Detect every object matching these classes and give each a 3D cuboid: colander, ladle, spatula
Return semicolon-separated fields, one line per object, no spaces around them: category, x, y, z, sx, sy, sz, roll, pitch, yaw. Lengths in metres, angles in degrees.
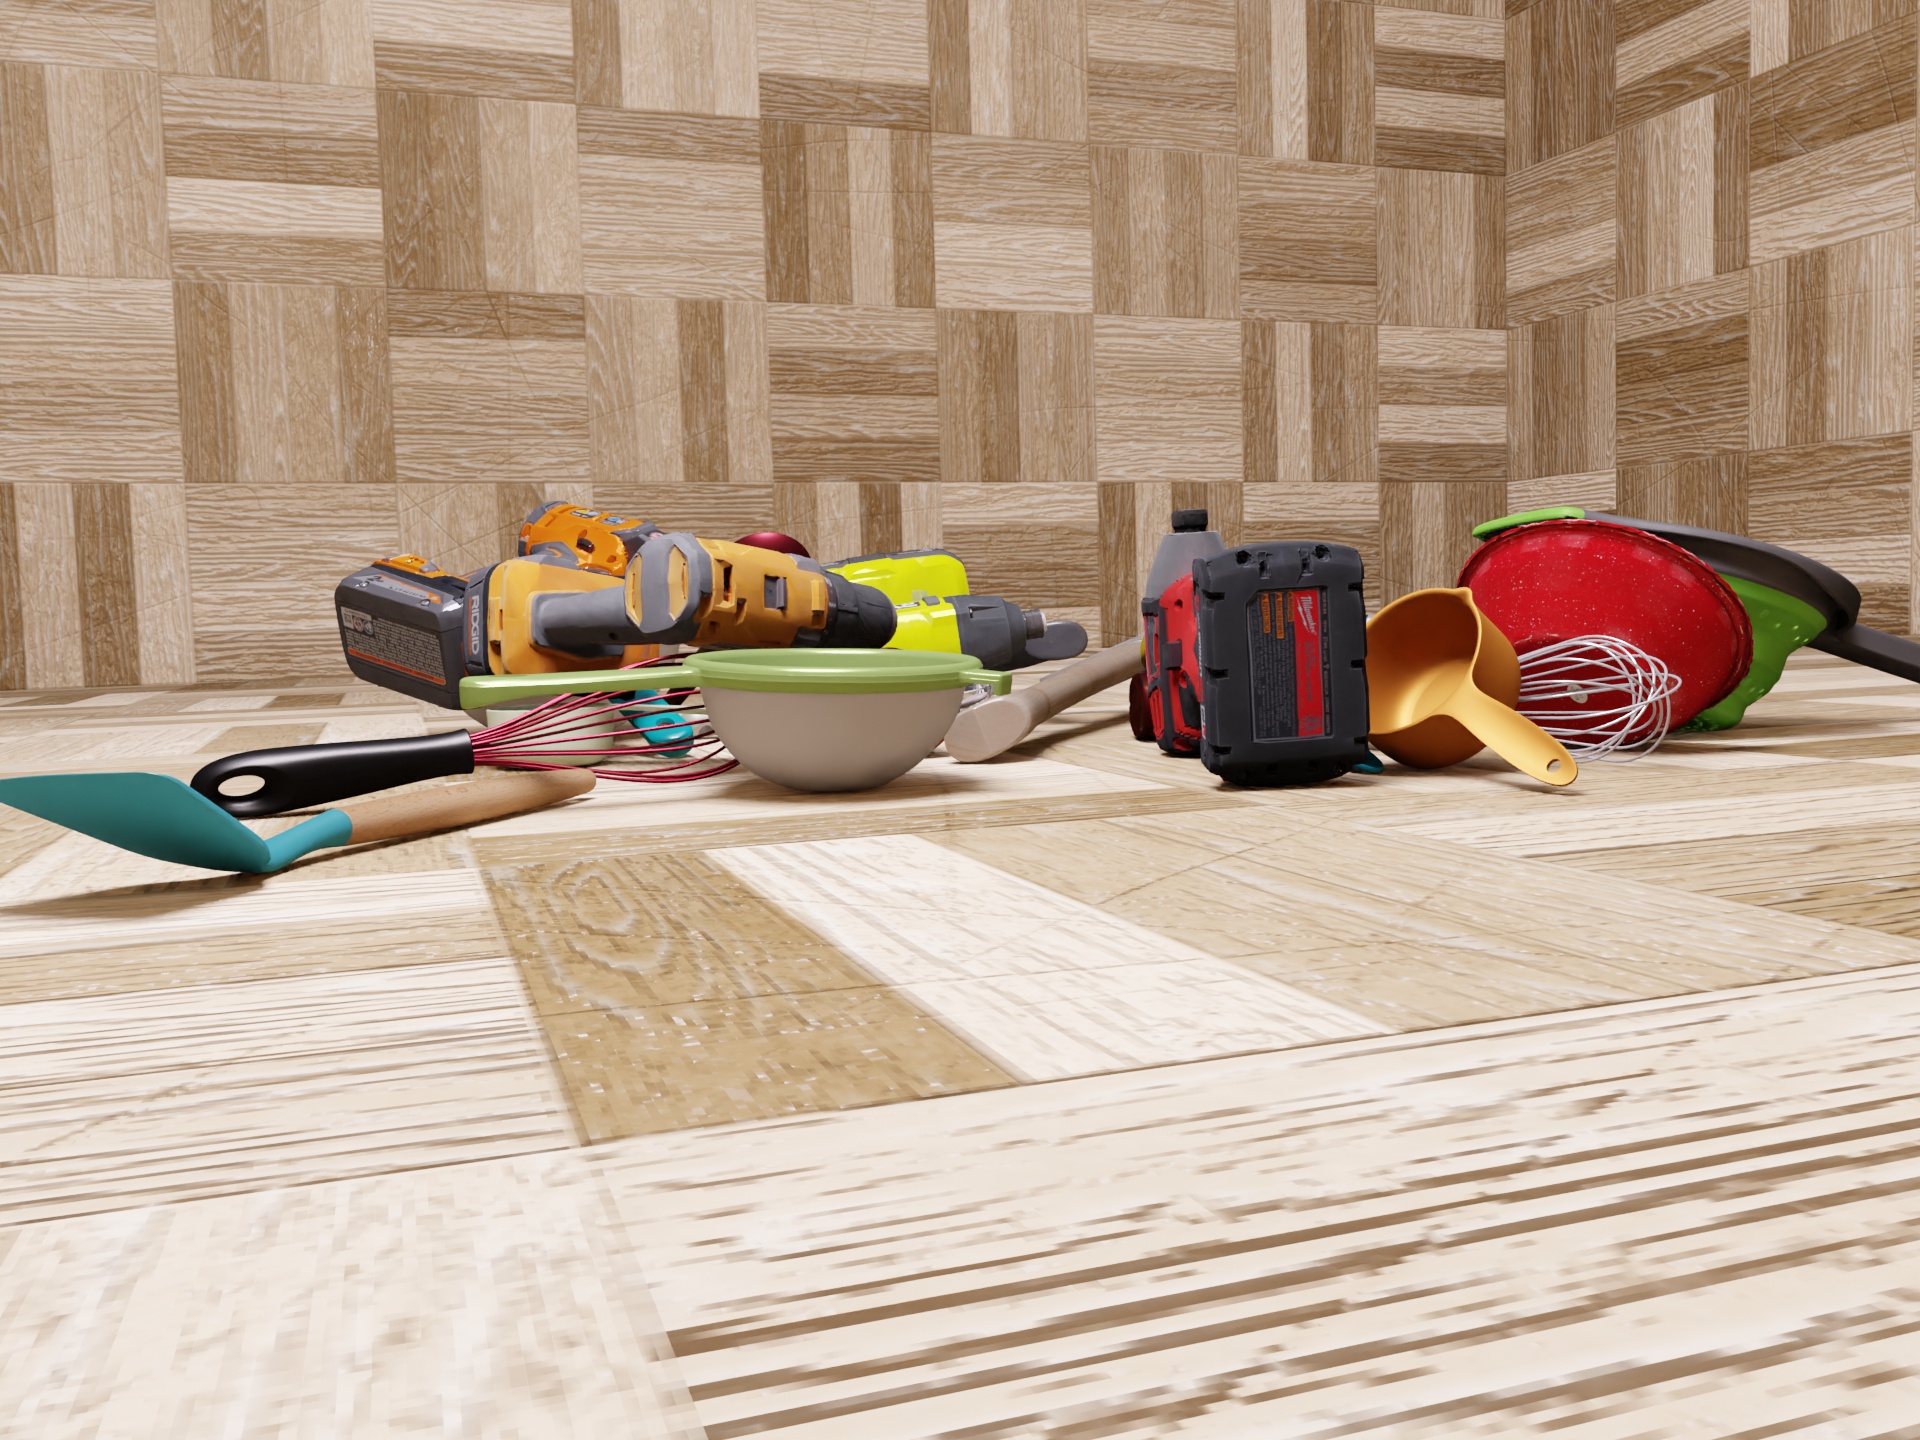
colander;0.504;-0.028;0.991;0.397;0.094;0.204;16;-3;-12
ladle;-0.190;-0.060;1.231;0.069;0.031;0.315;14;-27;-21
spatula;-0.237;0.030;0.651;0.082;0.044;0.317;-4;2;18

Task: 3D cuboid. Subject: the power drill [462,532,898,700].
power drill;-0.167;-0.060;0.960;0.226;0.084;0.185;-6;-7;39

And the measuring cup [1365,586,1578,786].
measuring cup;0.257;0.000;0.784;0.052;0.095;0.174;35;9;-31

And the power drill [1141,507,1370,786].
power drill;0.144;-0.044;0.850;0.078;0.143;0.220;-4;7;-4

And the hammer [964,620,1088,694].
hammer;0.020;-0.047;1.354;0.149;0.036;0.409;-3;-3;-17

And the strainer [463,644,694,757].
strainer;-0.266;-0.019;1.152;0.211;0.095;0.341;-19;33;-27

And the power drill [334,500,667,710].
power drill;-0.290;-0.086;1.098;0.164;0.084;0.226;16;30;29

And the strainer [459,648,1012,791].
strainer;-0.111;0.004;0.780;0.256;0.069;0.151;-4;7;-25

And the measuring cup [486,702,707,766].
measuring cup;-0.207;0.009;0.982;0.167;0.038;0.083;0;4;-2

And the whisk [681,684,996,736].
whisk;-0.088;-0.011;1.195;0.246;0.059;0.057;-7;-31;-19

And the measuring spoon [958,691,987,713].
measuring spoon;-0.002;-0.003;1.078;0.034;0.018;0.124;-25;1;-17

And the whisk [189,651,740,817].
whisk;-0.233;0.012;0.814;0.295;0.073;0.073;-10;7;-29

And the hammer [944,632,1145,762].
hammer;0.067;-0.018;1.107;0.146;0.038;0.410;-24;0;22

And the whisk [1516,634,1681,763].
whisk;0.265;-0.006;0.892;0.070;0.070;0.285;-5;-1;-36

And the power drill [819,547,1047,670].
power drill;-0.039;-0.071;1.163;0.171;0.080;0.223;-10;14;-7

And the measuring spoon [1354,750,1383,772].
measuring spoon;0.201;0.018;0.868;0.042;0.021;0.129;5;12;-8

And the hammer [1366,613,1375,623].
hammer;0.250;-0.061;1.087;0.146;0.035;0.334;12;7;23
